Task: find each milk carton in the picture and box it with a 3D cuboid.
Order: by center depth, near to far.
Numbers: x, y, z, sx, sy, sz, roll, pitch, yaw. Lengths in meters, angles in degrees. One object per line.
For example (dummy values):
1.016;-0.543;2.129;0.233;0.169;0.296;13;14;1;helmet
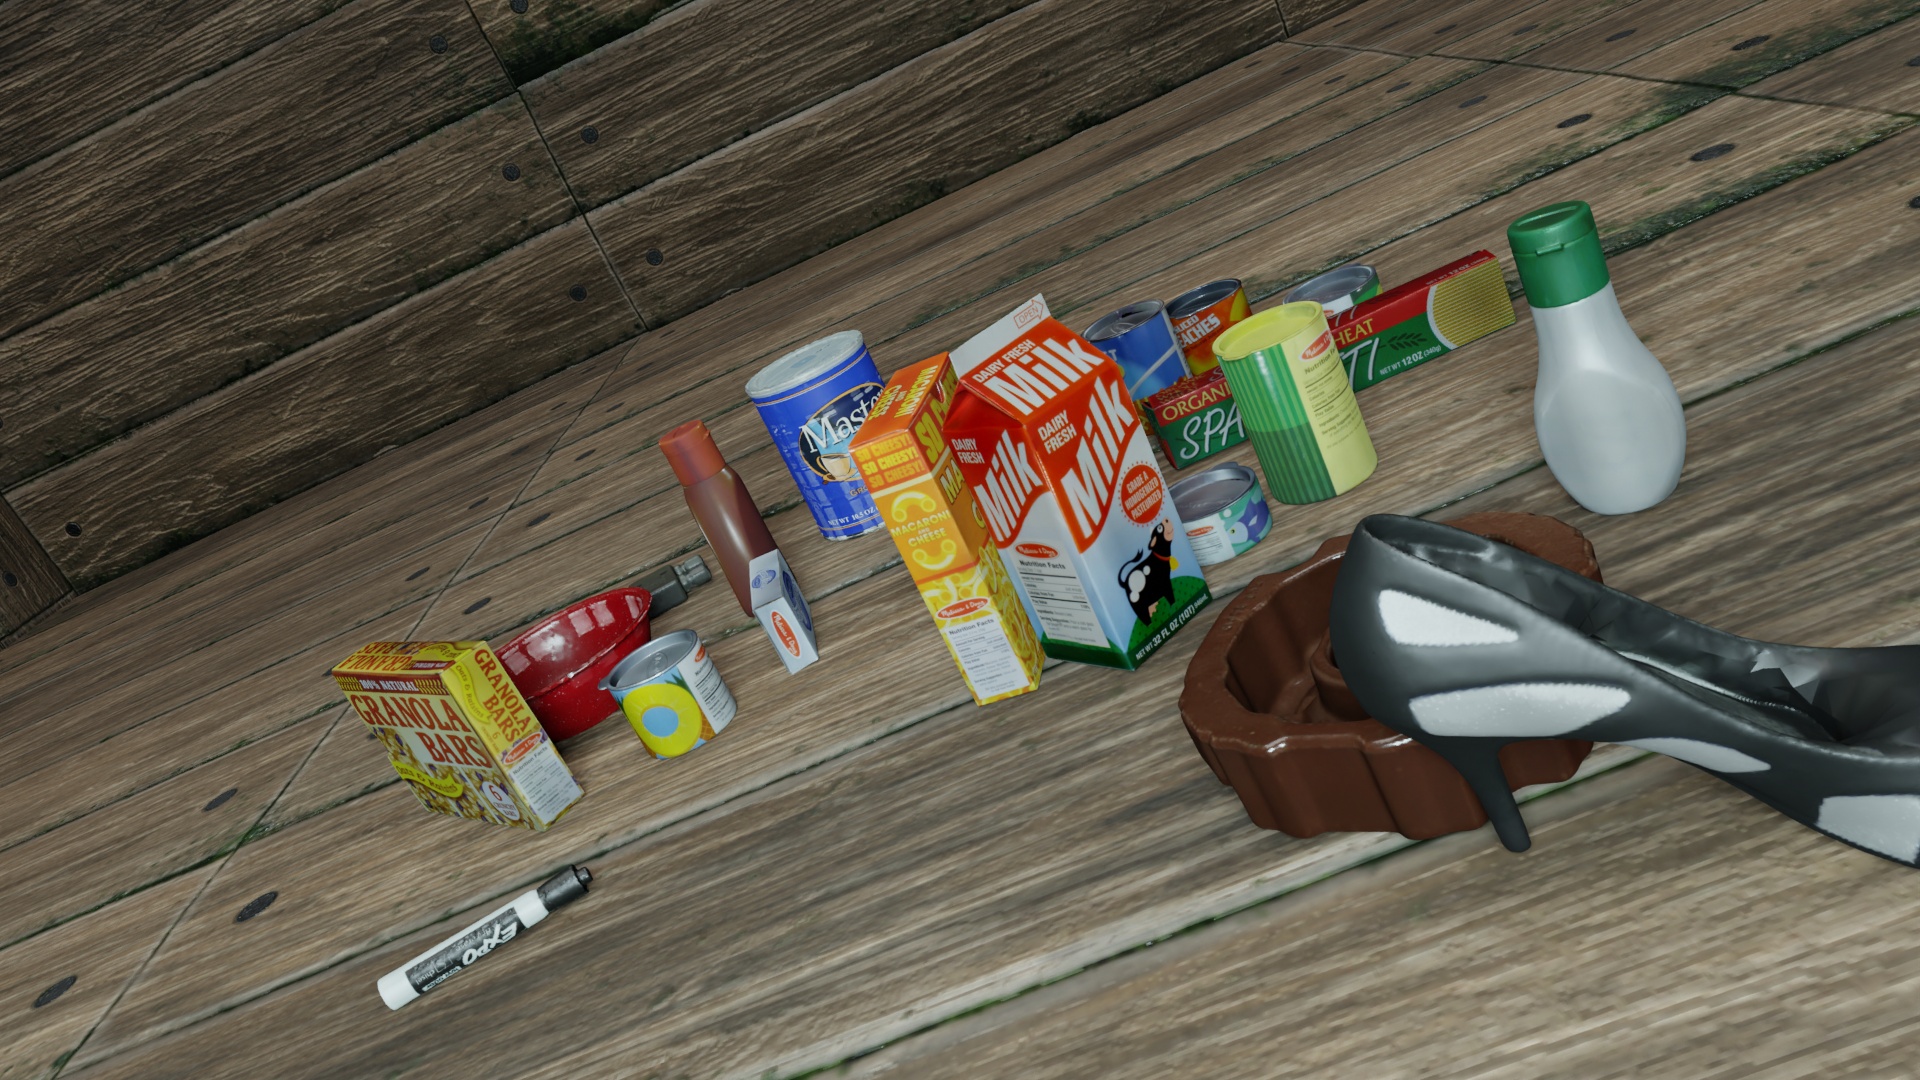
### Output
0.056;-0.030;0.740;0.072;0.190;0.073;-38;23;-29;milk carton

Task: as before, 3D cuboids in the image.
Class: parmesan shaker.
0.196;-0.079;0.820;0.071;0.102;0.071;-23;20;9;parmesan shaker

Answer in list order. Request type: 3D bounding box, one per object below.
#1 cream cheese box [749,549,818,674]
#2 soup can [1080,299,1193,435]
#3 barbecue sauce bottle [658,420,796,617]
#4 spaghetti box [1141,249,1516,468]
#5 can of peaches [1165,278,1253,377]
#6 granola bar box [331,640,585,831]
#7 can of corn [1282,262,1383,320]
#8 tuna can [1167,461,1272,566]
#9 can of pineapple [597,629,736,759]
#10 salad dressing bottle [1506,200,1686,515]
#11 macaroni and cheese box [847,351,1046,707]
-0.123;0.047;0.958;0.024;0.053;0.104;-26;20;-1;cream cheese box
0.134;-0.127;1.040;0.071;0.083;0.071;-23;20;9;soup can
-0.175;-0.018;1.042;0.043;0.148;0.065;-23;20;9;barbecue sauce bottle
0.247;-0.121;0.939;0.250;0.050;0.029;-24;20;5;spaghetti box
0.198;-0.165;1.093;0.071;0.058;0.071;-23;20;9;can of peaches
-0.333;0.126;0.911;0.165;0.124;0.039;-5;29;44;granola bar box
0.271;-0.156;0.984;0.071;0.058;0.071;-23;20;9;can of corn
0.149;-0.016;0.822;0.071;0.032;0.071;-22;20;9;tuna can
-0.188;0.100;0.900;0.071;0.057;0.071;-23;20;9;can of pineapple
0.296;-0.085;0.653;0.064;0.147;0.044;-12;24;34;salad dressing bottle
0.003;-0.010;0.787;0.040;0.166;0.124;-19;21;19;macaroni and cheese box
